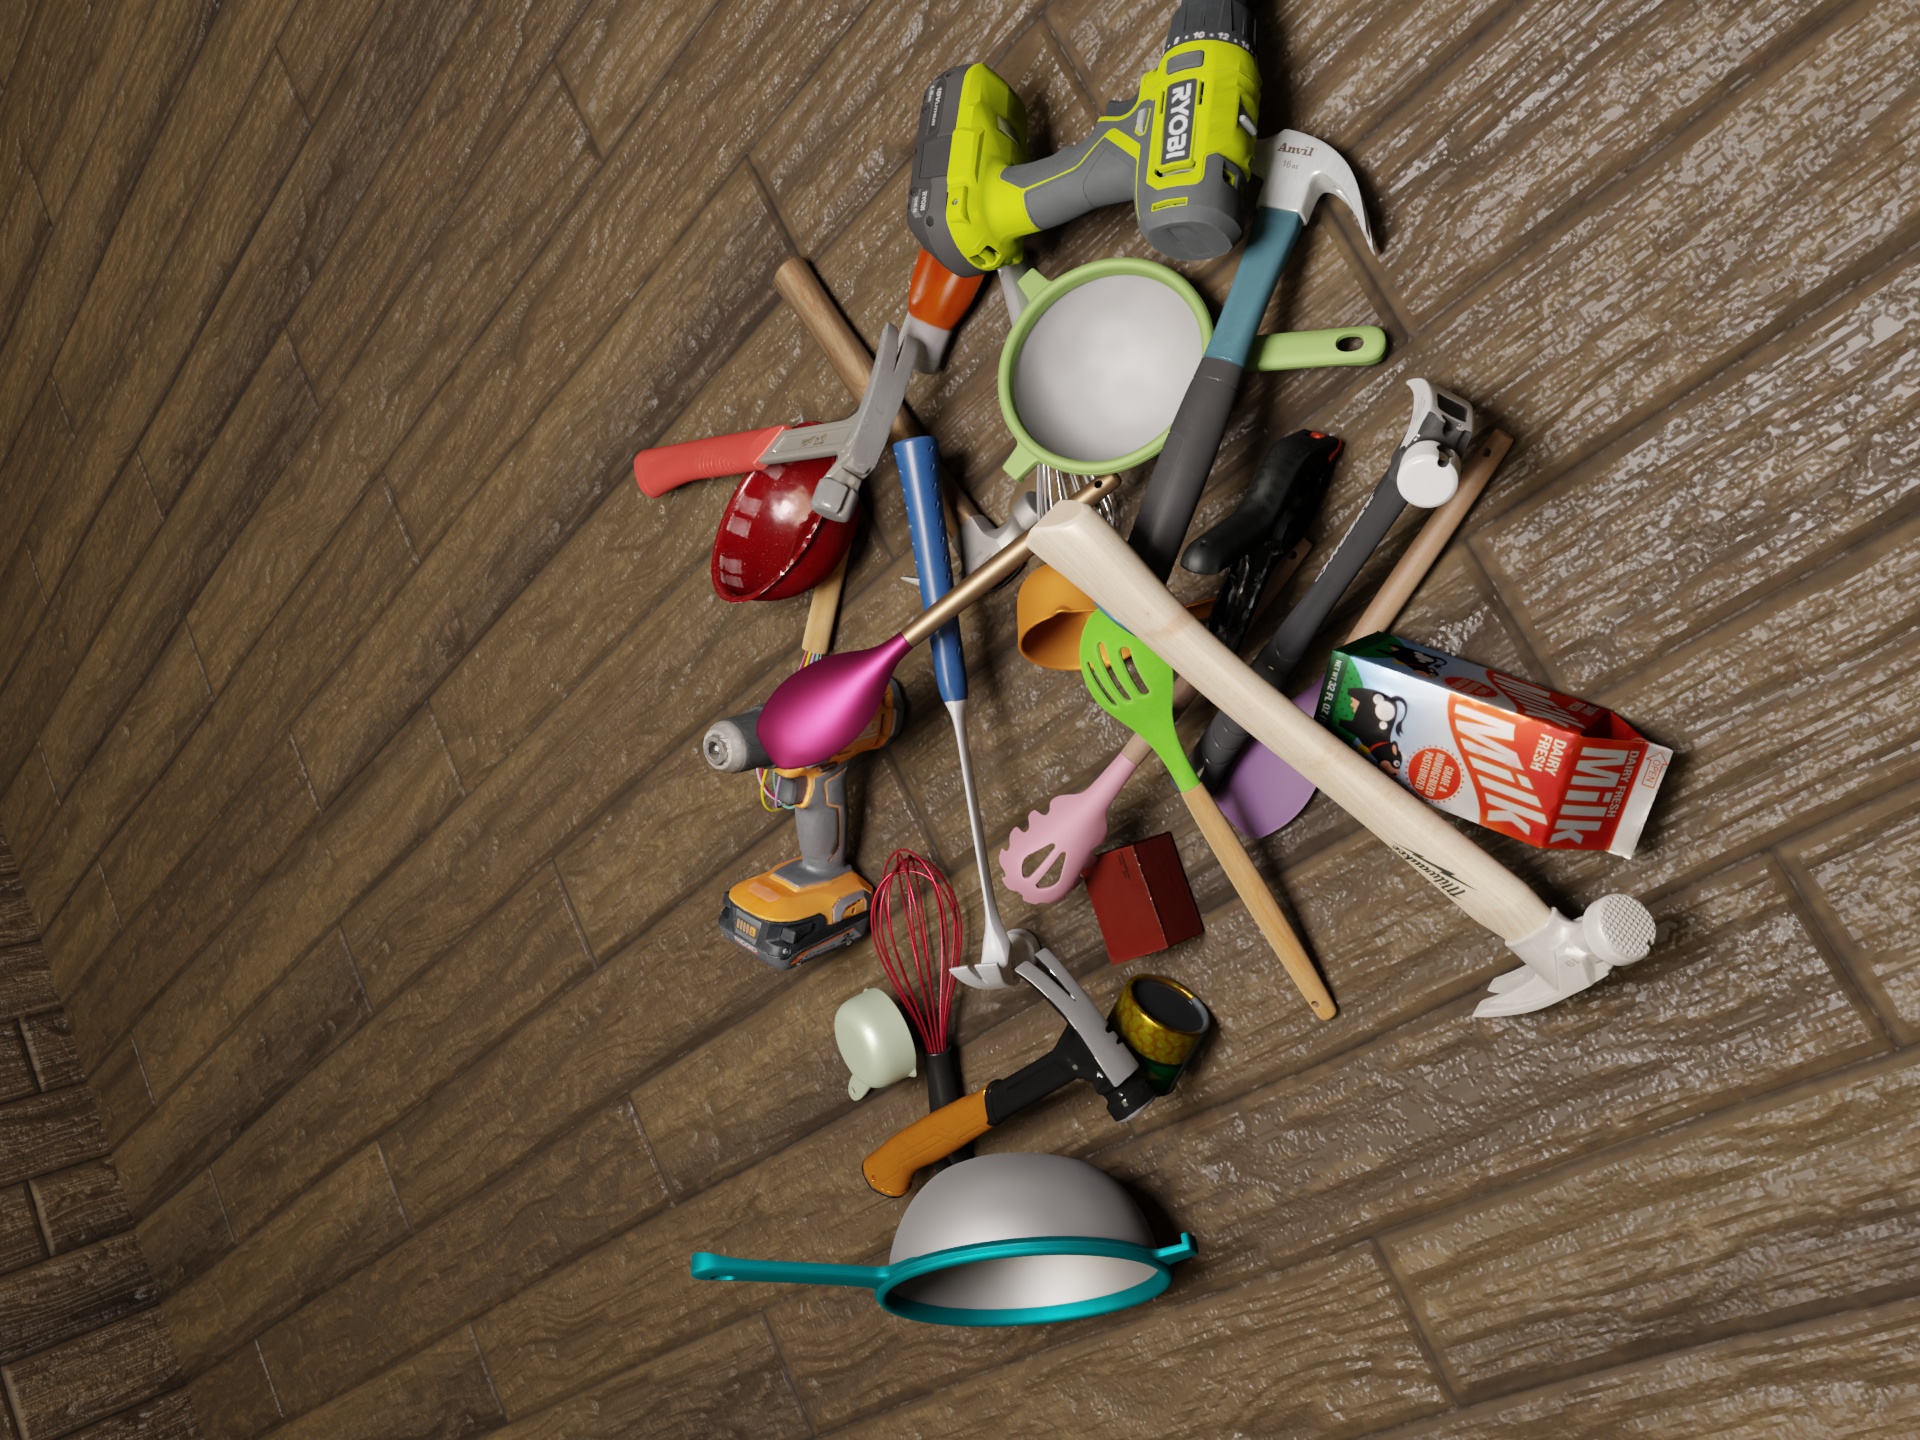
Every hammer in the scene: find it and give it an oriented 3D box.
[{"bbox_3d":[0.217,-0.066,0.997,0.035,0.146,0.334,28,130,0],"label":"hammer"},{"bbox_3d":[-0.166,-0.226,1.282,0.359,0.036,0.149,6,73,53],"label":"hammer"},{"bbox_3d":[-0.056,-0.234,1.240,0.130,0.031,0.331,-47,66,34],"label":"hammer"},{"bbox_3d":[0.009,0.288,1.194,0.127,0.034,0.336,54,137,8],"label":"hammer"},{"bbox_3d":[0.157,-0.209,0.990,0.128,0.033,0.331,20,88,27],"label":"hammer"},{"bbox_3d":[0.200,0.020,0.936,0.410,0.038,0.146,41,151,5],"label":"hammer"},{"bbox_3d":[-0.002,-0.004,1.157,0.035,0.144,0.405,-9,90,15],"label":"hammer"}]

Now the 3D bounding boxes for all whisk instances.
[{"bbox_3d":[-0.127,-0.037,1.319,0.051,0.047,0.245,36,116,56],"label":"whisk"},{"bbox_3d":[-0.022,0.243,1.267,0.073,0.073,0.295,1,104,40],"label":"whisk"},{"bbox_3d":[0.062,-0.225,1.135,0.058,0.059,0.246,147,111,-66],"label":"whisk"}]

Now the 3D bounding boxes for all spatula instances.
[{"bbox_3d":[0.256,-0.047,1.013,0.060,0.018,0.315,47,124,30],"label":"spatula"}]

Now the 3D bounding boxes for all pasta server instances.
[{"bbox_3d":[0.131,0.003,1.073,0.060,0.040,0.316,37,102,-1],"label":"pasta server"}]

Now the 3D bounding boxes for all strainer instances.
[{"bbox_3d":[-0.018,0.356,1.124,0.211,0.340,0.095,119,154,-53],"label":"strainer"},{"bbox_3d":[0.154,-0.229,1.053,0.256,0.069,0.151,0,79,23],"label":"strainer"}]

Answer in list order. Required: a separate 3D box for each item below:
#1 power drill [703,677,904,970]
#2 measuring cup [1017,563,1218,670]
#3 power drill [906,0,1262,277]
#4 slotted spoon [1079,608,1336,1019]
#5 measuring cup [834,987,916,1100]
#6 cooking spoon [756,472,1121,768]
[{"bbox_3d":[-0.134,0.079,1.254,0.084,0.185,0.226,24,114,34],"label":"power drill"},{"bbox_3d":[0.121,-0.086,1.096,0.173,0.095,0.052,-14,62,18],"label":"measuring cup"},{"bbox_3d":[0.085,-0.382,1.019,0.228,0.080,0.191,0,79,36],"label":"power drill"},{"bbox_3d":[0.165,0.065,1.041,0.070,0.031,0.313,-25,100,43],"label":"slotted spoon"},{"bbox_3d":[-0.083,0.281,1.300,0.083,0.038,0.167,56,147,23],"label":"measuring cup"},{"bbox_3d":[-0.018,-0.073,1.111,0.319,0.017,0.069,-37,73,12],"label":"cooking spoon"}]
